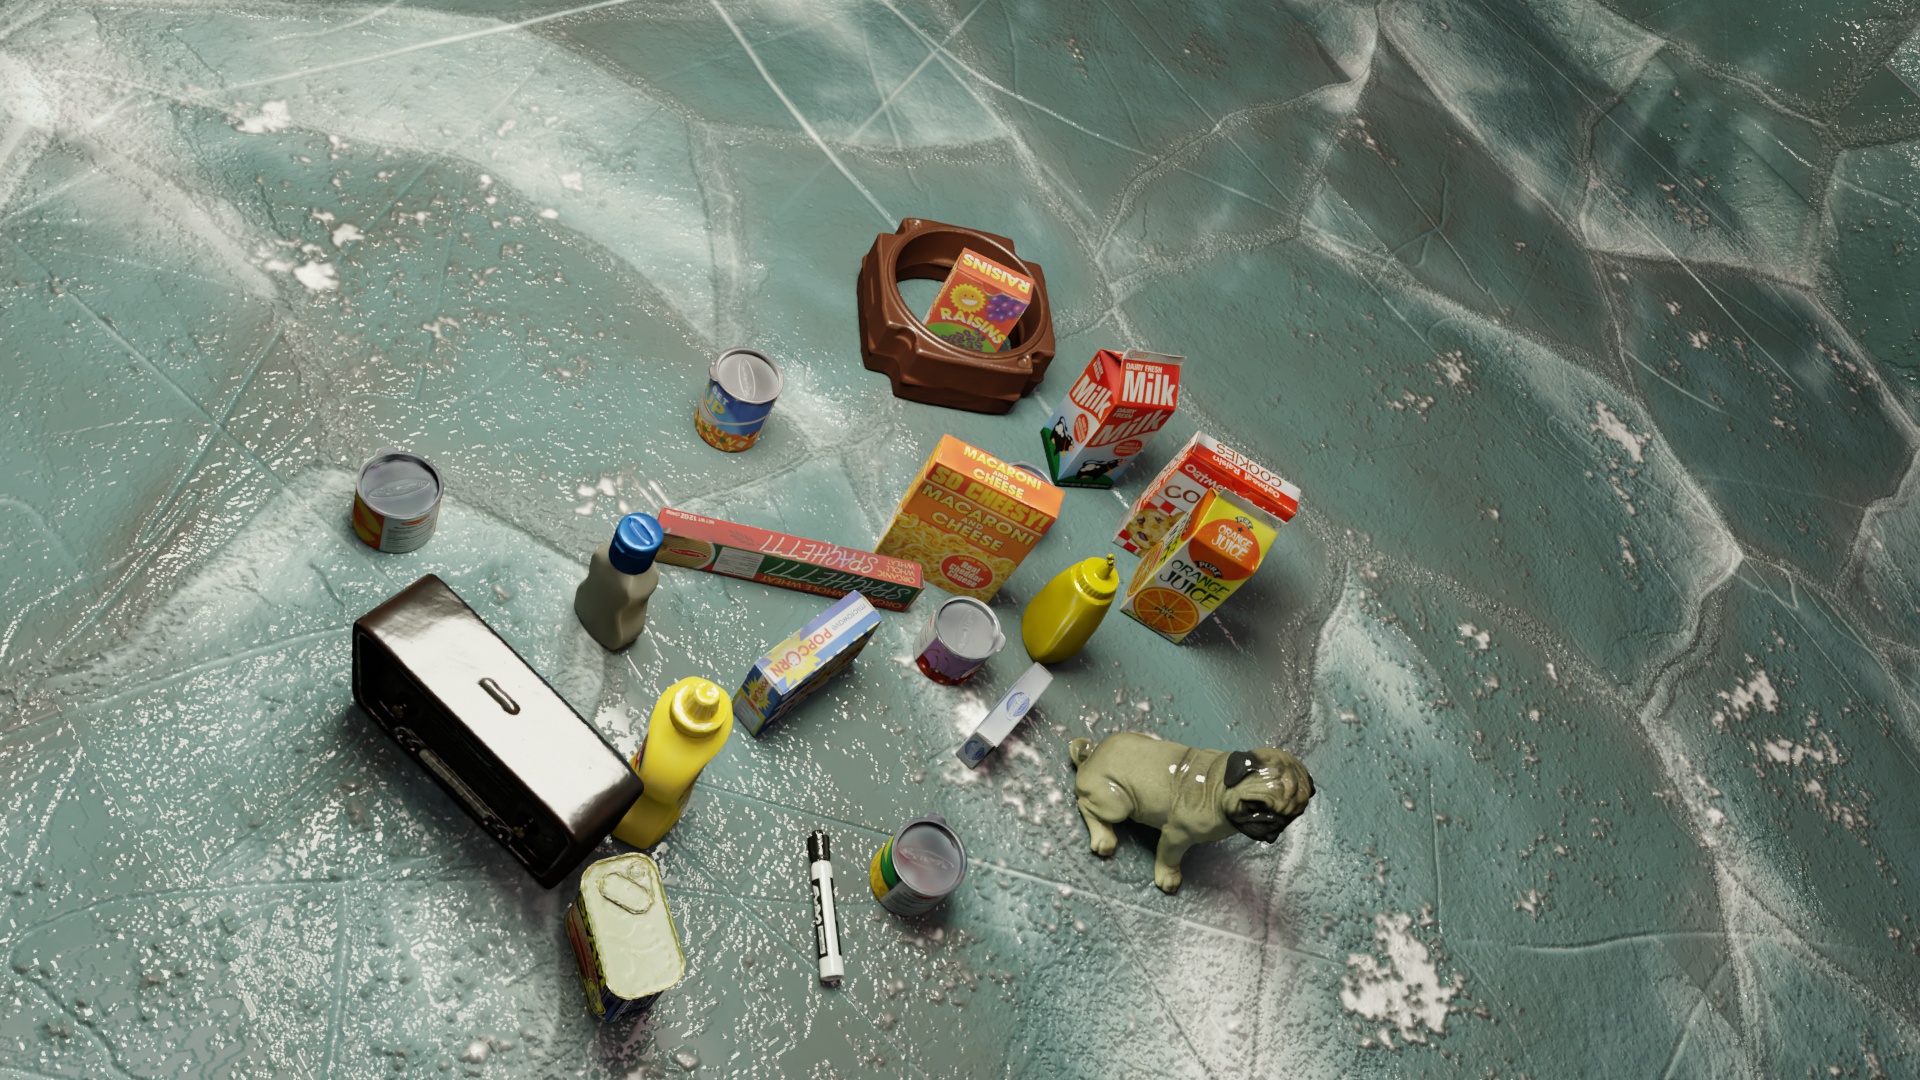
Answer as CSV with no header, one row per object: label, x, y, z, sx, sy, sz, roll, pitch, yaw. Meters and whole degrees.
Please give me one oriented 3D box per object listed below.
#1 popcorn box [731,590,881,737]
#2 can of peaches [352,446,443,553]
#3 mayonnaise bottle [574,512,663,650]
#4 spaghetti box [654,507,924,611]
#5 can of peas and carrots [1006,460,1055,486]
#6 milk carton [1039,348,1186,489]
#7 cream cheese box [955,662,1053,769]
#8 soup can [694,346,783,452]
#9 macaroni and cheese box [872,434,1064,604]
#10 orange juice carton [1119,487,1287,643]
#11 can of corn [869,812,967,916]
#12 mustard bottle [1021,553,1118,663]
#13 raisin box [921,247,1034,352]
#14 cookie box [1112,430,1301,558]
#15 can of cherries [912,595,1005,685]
popcorn box,-0.133,0.105,1.196,0.038,0.084,0.127,47,50,8
can of peaches,-0.463,-0.033,1.141,0.071,0.057,0.071,13,53,-19
mayonnaise bottle,-0.276,0.031,1.133,0.041,0.147,0.065,-33,77,-39
spaghetti box,-0.157,0.020,1.265,0.250,0.050,0.029,13,54,-19
can of peas and carrots,0.054,-0.037,1.405,0.071,0.058,0.071,13,53,-19
milk carton,0.159,-0.135,1.440,0.072,0.189,0.074,3,57,-25
cream cheese box,0.040,0.160,1.267,0.024,0.053,0.104,42,50,4
soup can,-0.214,-0.133,1.319,0.071,0.083,0.072,13,53,-19
macaroni and cheese box,0.005,-0.016,1.296,0.124,0.165,0.040,25,51,-10
orange juice carton,0.241,0.017,1.376,0.072,0.191,0.073,31,50,-5
can of corn,-0.035,0.269,1.151,0.071,0.058,0.071,13,53,-19
mustard bottle,0.110,0.058,1.302,0.049,0.159,0.065,0,59,-27
raisin box,0.014,-0.244,1.485,0.086,0.122,0.040,24,51,-11
cookie box,0.250,-0.024,1.425,0.123,0.166,0.040,29,50,-6
can of cherries,-0.002,0.095,1.287,0.071,0.058,0.072,13,53,-19
